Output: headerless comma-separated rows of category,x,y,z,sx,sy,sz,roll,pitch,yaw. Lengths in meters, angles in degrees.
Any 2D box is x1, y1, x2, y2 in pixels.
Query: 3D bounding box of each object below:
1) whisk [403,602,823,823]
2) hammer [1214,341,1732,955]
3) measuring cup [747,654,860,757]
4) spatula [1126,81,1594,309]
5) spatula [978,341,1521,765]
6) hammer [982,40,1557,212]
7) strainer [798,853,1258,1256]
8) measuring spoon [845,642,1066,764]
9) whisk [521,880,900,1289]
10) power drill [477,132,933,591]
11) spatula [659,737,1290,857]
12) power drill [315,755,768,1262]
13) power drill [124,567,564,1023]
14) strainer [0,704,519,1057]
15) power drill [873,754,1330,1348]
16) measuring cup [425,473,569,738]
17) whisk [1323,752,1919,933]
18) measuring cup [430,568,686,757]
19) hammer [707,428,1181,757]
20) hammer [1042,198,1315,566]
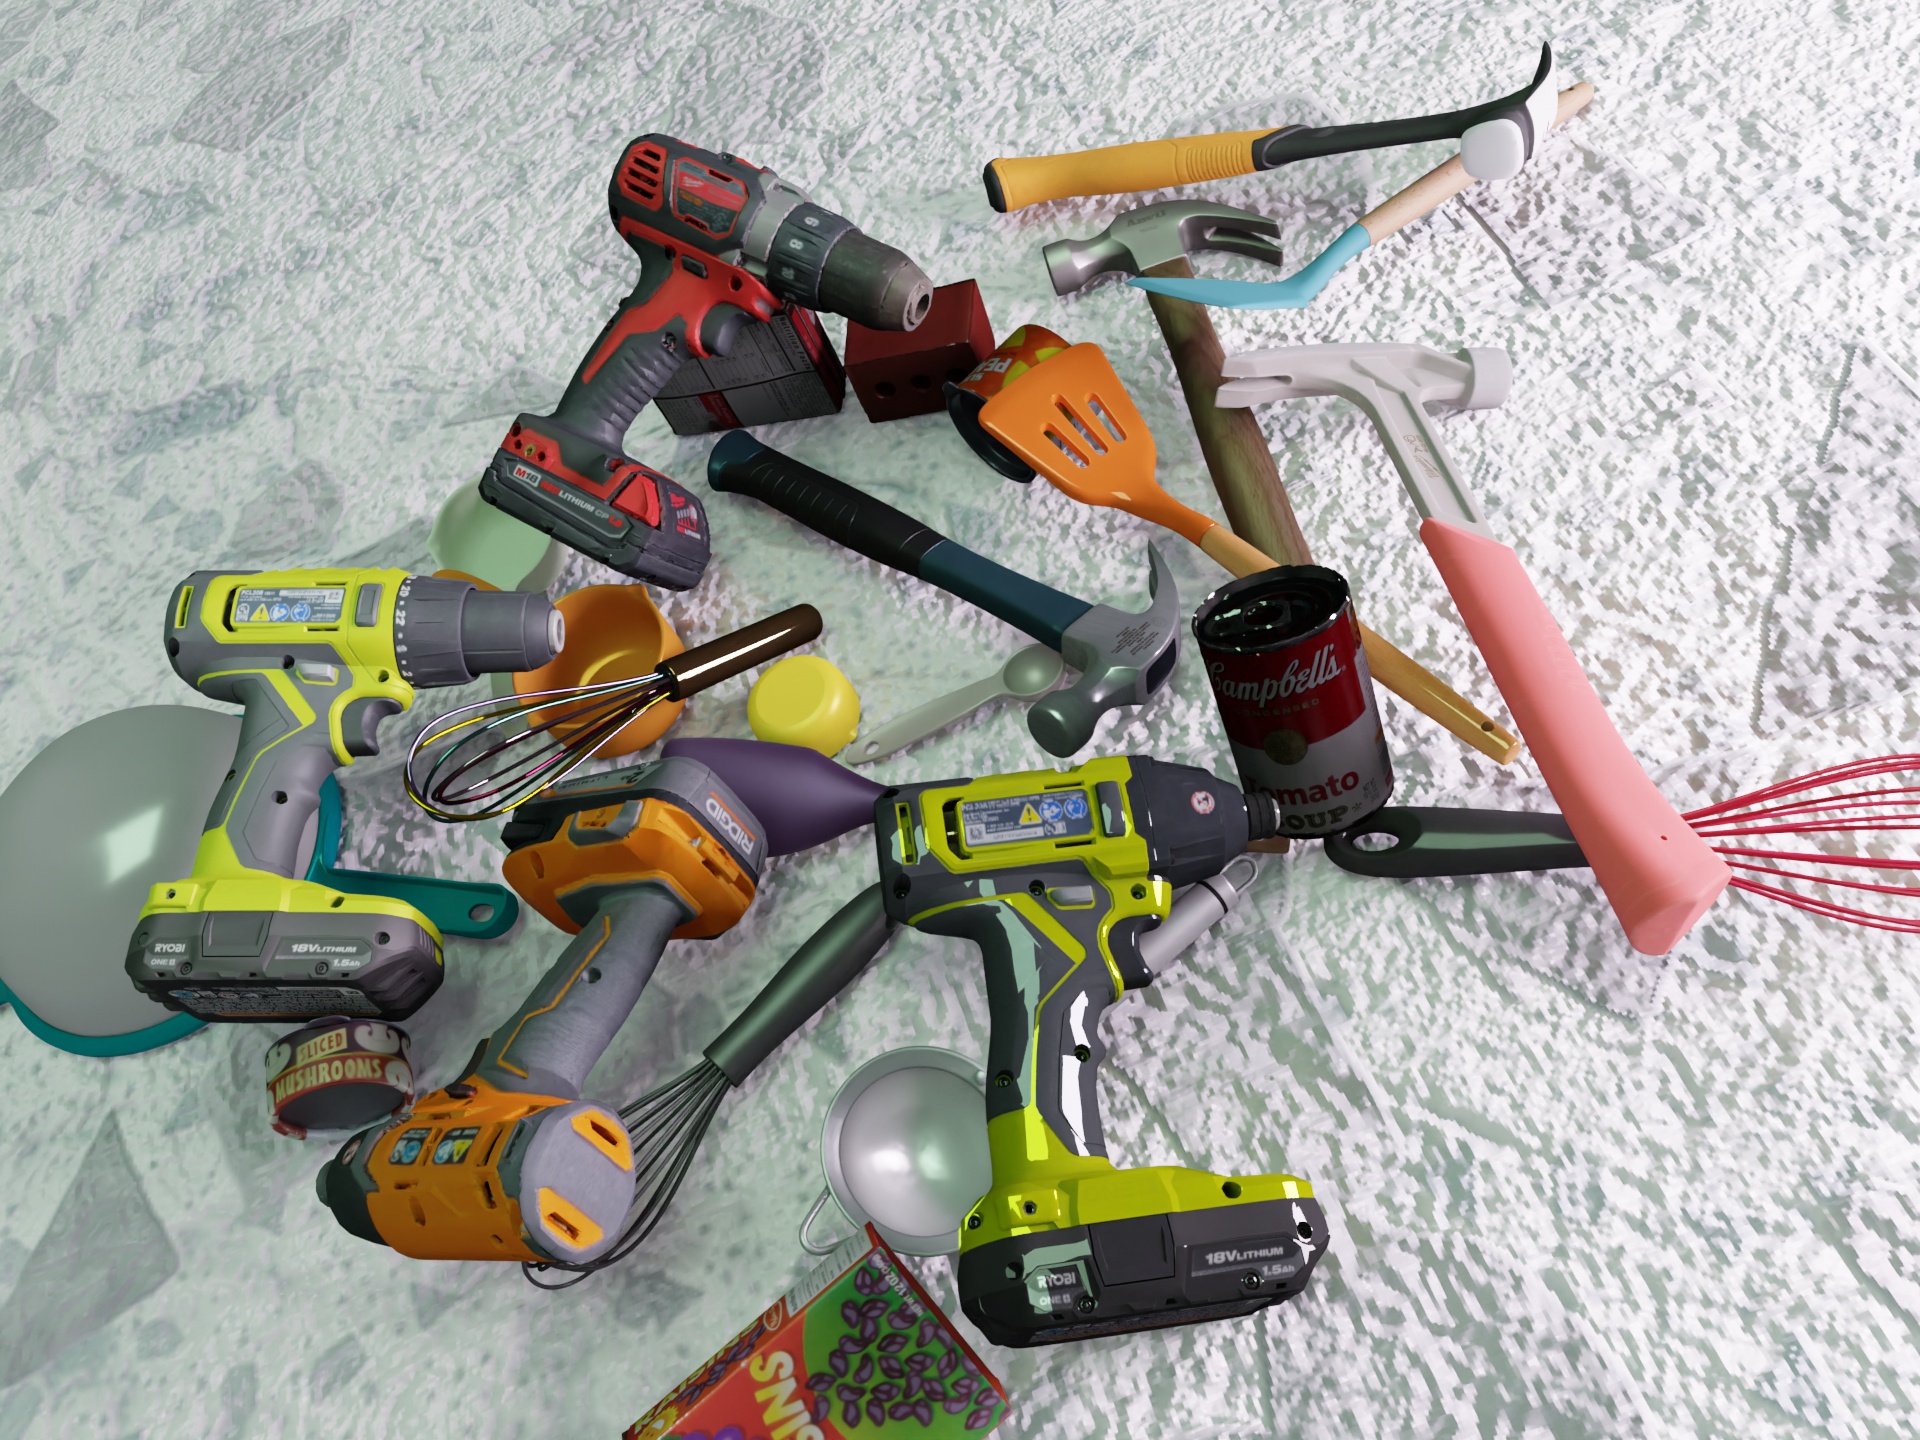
whisk,-0.161,-0.007,0.787,0.047,0.051,0.245,22,36,38
hammer,0.226,-0.054,0.698,0.149,0.036,0.359,-4,47,-7
measuring cup,-0.108,0.032,0.808,0.062,0.029,0.156,22,68,28
spatula,0.235,-0.285,0.864,0.317,0.044,0.082,-35,37,-18
spatula,0.135,-0.081,0.758,0.081,0.041,0.323,-36,54,-16
hammer,0.166,-0.331,0.919,0.337,0.034,0.127,4,38,31
strainer,0.035,0.142,0.686,0.258,0.050,0.087,-38,75,-15
measuring spoon,-0.001,-0.003,0.808,0.124,0.018,0.034,-25,45,10
whisk,-0.106,0.159,0.721,0.055,0.055,0.239,34,69,32
power drill,-0.135,-0.184,0.851,0.188,0.080,0.226,27,94,15
spatula,-0.003,0.045,0.762,0.316,0.018,0.060,4,78,15
power drill,-0.190,0.130,0.709,0.164,0.084,0.227,-12,41,32
power drill,-0.301,0.027,0.783,0.190,0.080,0.229,0,64,-1
strainer,-0.395,0.070,0.838,0.340,0.095,0.211,3,60,22
power drill,0.062,0.122,0.637,0.171,0.080,0.223,-6,63,-6
measuring cup,-0.259,-0.062,0.922,0.083,0.038,0.168,-13,72,5
whisk,0.297,0.050,0.651,0.296,0.073,0.073,-2,58,24
measuring cup,-0.223,-0.039,0.875,0.174,0.052,0.095,25,72,28
hammer,-0.023,-0.089,0.842,0.331,0.033,0.128,30,54,35
hammer,0.141,-0.167,0.853,0.130,0.031,0.332,-18,55,7
